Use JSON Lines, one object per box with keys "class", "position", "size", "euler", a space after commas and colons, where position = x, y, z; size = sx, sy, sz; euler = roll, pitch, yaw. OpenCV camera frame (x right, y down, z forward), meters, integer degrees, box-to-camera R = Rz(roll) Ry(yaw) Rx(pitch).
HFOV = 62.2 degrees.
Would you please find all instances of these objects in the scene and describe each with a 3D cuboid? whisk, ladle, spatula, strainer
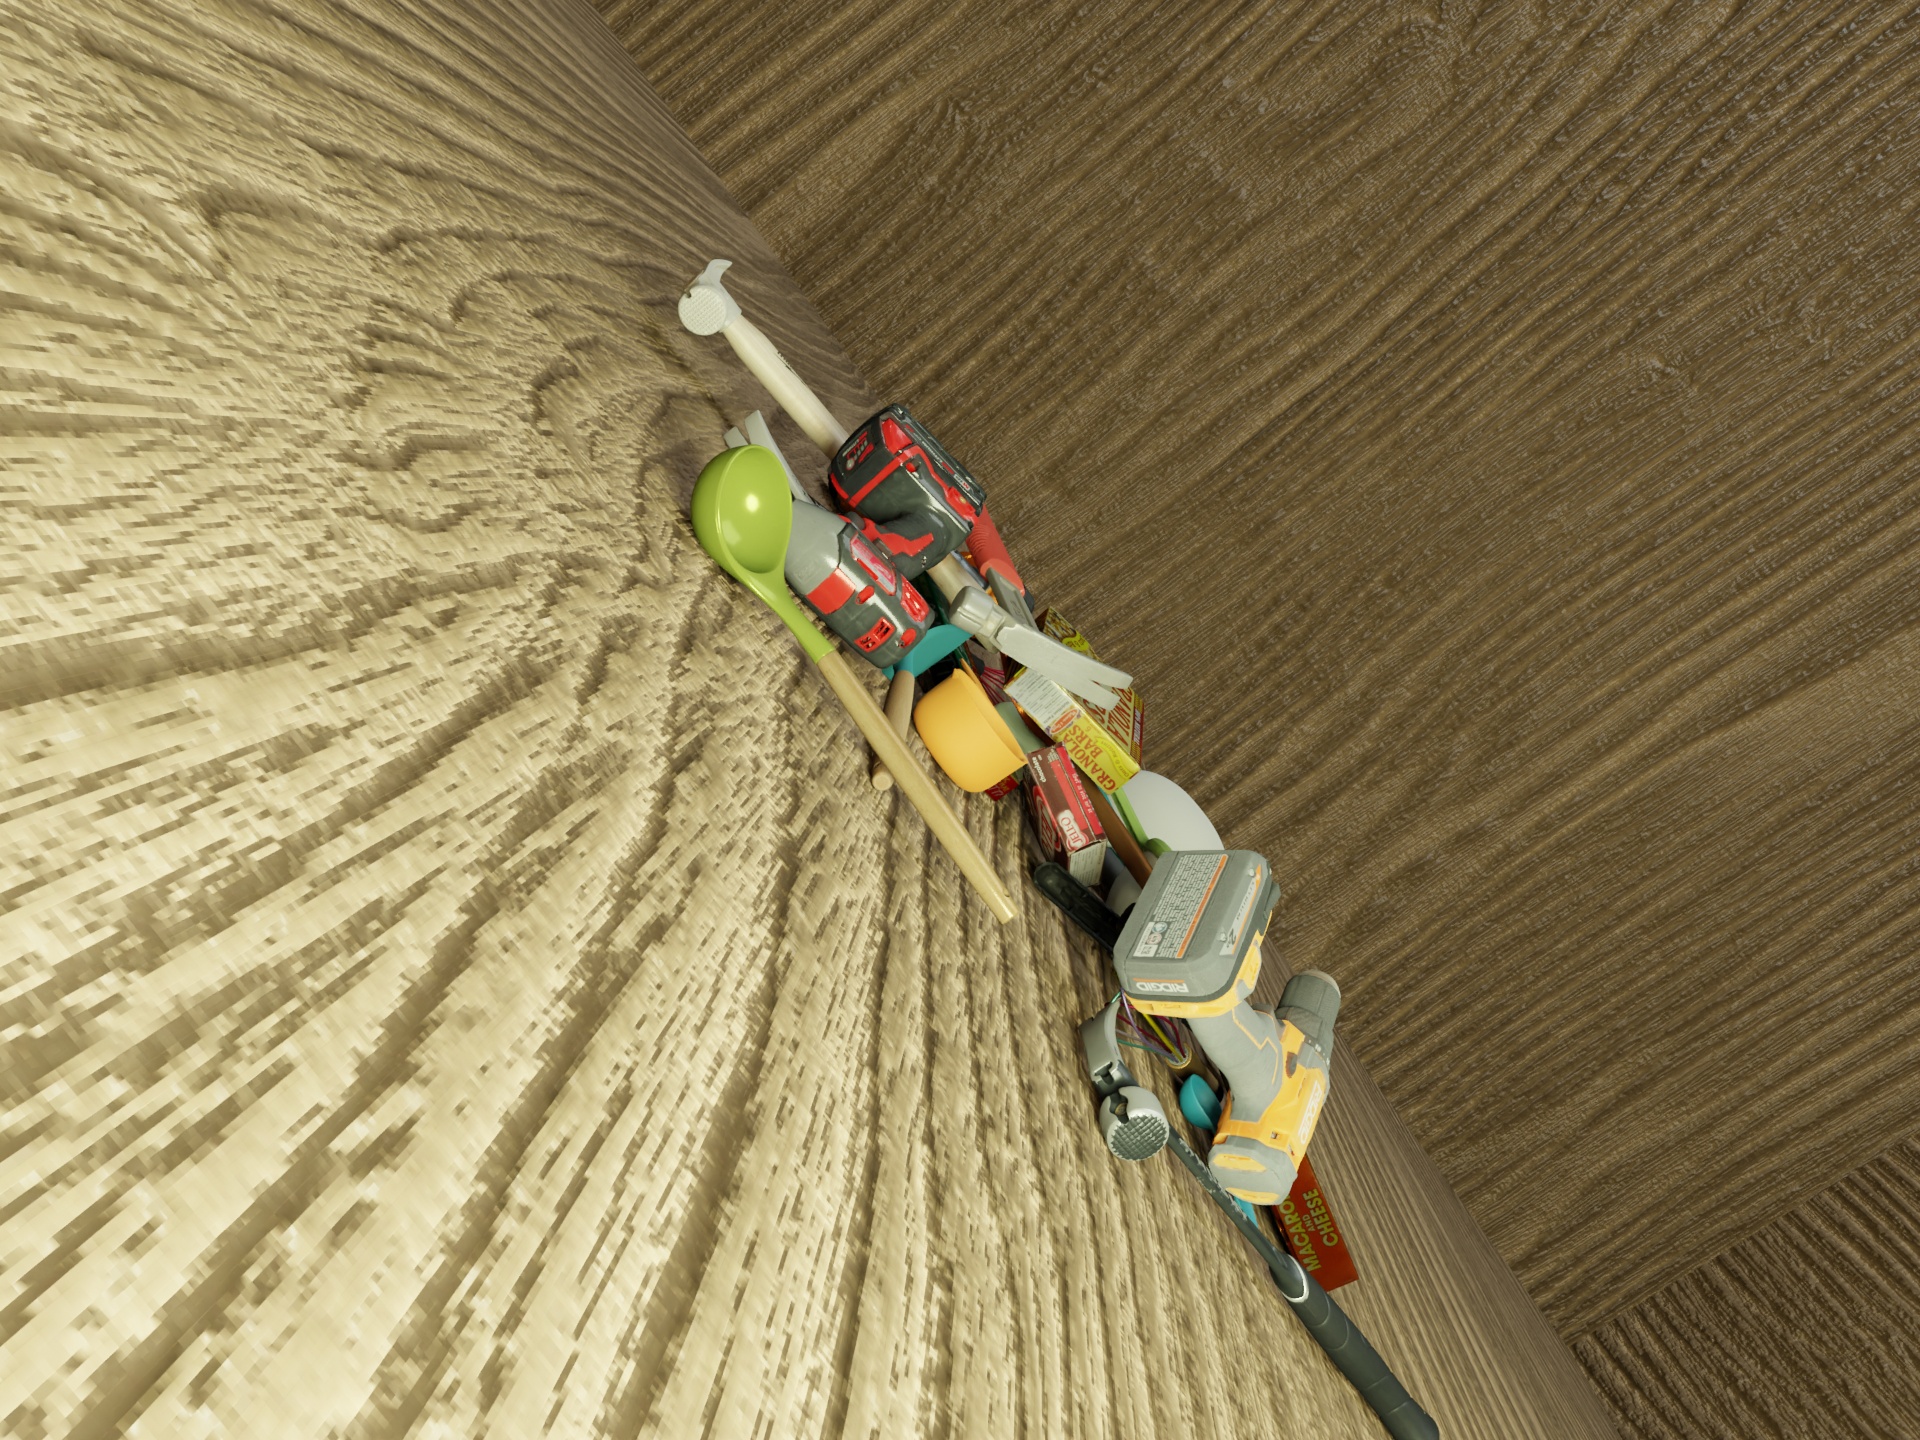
{"class": "whisk", "position": [0.153, 0.239, 1.156], "size": [0.047, 0.051, 0.244], "euler": [18, -20, 33]}
{"class": "ladle", "position": [-0.055, -0.022, 0.923], "size": [0.320, 0.062, 0.078], "euler": [54, 29, 8]}
{"class": "whisk", "position": [0.025, -0.041, 1.542], "size": [0.295, 0.073, 0.073], "euler": [37, 18, -46]}
{"class": "spatula", "position": [-0.033, -0.012, 1.081], "size": [0.044, 0.082, 0.318], "euler": [51, 15, -15]}
{"class": "spatula", "position": [0.104, 0.041, 1.304], "size": [0.081, 0.041, 0.323], "euler": [31, 21, -48]}
{"class": "strainer", "position": [0.136, 0.132, 1.309], "size": [0.151, 0.069, 0.257], "euler": [83, -15, -63]}
{"class": "strainer", "position": [0.183, 0.087, 1.548], "size": [0.211, 0.095, 0.340], "euler": [46, -8, 38]}

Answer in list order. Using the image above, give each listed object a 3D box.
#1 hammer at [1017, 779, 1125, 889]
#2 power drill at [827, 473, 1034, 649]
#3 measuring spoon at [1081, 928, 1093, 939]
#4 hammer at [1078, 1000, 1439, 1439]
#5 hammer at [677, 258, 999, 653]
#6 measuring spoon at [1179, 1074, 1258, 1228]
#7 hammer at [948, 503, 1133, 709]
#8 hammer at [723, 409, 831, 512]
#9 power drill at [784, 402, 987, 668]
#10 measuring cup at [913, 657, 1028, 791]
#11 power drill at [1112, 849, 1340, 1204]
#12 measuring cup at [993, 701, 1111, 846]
{"class": "hammer", "position": [0.160, 0.165, 1.500], "size": [0.330, 0.033, 0.128], "euler": [49, -3, -20]}
{"class": "power drill", "position": [-0.040, -0.178, 1.607], "size": [0.226, 0.084, 0.164], "euler": [43, -5, -39]}
{"class": "measuring spoon", "position": [0.097, 0.151, 1.310], "size": [0.124, 0.018, 0.034], "euler": [-122, -168, -74]}
{"class": "hammer", "position": [0.196, 0.339, 1.010], "size": [0.408, 0.036, 0.149], "euler": [52, 7, -22]}
{"class": "hammer", "position": [-0.086, -0.218, 1.357], "size": [0.410, 0.038, 0.146], "euler": [48, 15, -22]}
{"class": "measuring spoon", "position": [0.181, 0.311, 1.123], "size": [0.042, 0.021, 0.129], "euler": [36, 27, -43]}
{"class": "hammer", "position": [0.036, -0.125, 1.319], "size": [0.149, 0.036, 0.359], "euler": [27, 19, -20]}
{"class": "hammer", "position": [-0.103, -0.161, 1.358], "size": [0.146, 0.035, 0.334], "euler": [57, 8, 12]}
{"class": "power drill", "position": [-0.066, -0.141, 1.161], "size": [0.143, 0.078, 0.220], "euler": [44, 31, -13]}
{"class": "measuring cup", "position": [-0.002, -0.004, 1.233], "size": [0.095, 0.052, 0.174], "euler": [51, 7, -21]}
{"class": "power drill", "position": [0.197, 0.189, 1.085], "size": [0.185, 0.084, 0.226], "euler": [-56, 129, -41]}
{"class": "measuring cup", "position": [0.082, 0.044, 1.393], "size": [0.168, 0.038, 0.083], "euler": [44, 27, 25]}
